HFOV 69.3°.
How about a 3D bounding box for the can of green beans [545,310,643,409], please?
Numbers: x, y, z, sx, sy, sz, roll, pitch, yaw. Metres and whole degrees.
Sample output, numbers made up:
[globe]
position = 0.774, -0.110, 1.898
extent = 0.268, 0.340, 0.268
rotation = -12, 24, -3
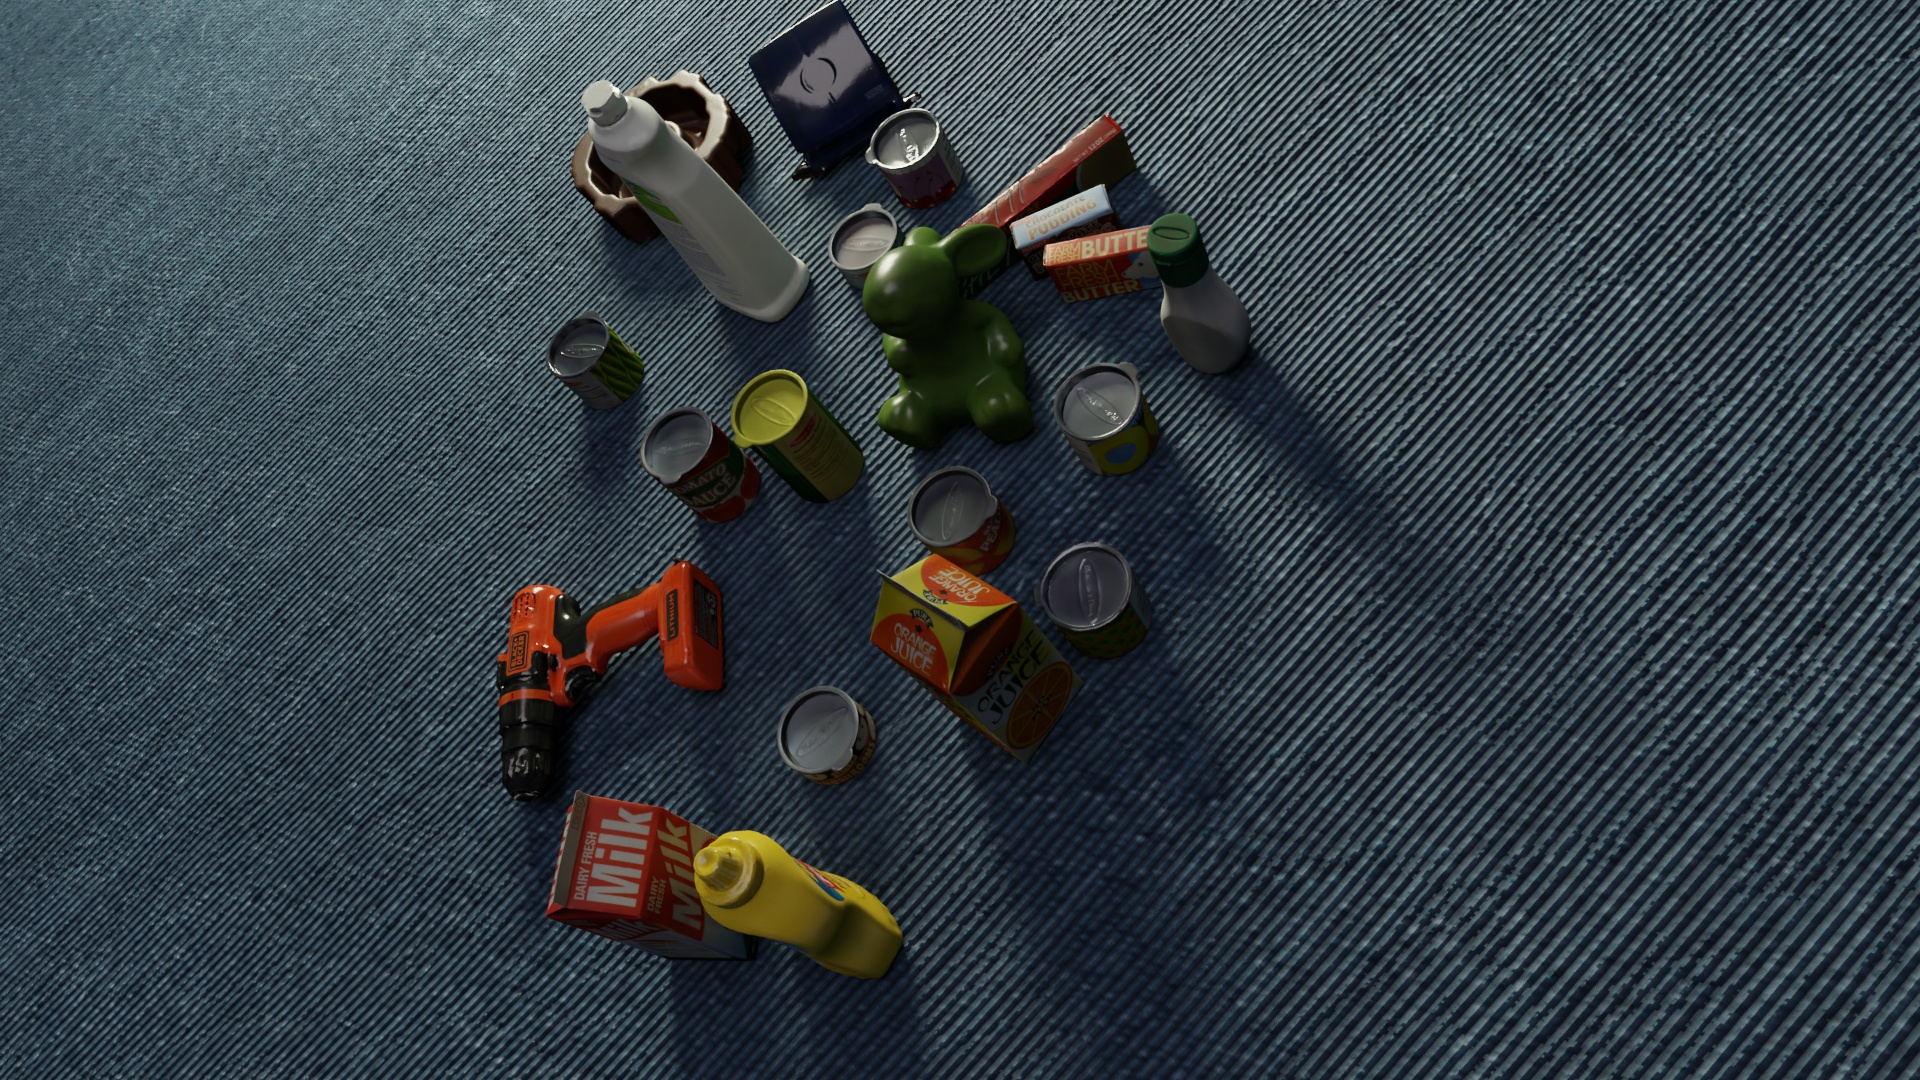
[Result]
[can of green beans]
position = -0.329, -0.160, 1.253
extent = 0.071, 0.057, 0.071
rotation = -10, 61, 18

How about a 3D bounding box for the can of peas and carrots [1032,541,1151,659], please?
[can of peas and carrots]
position = 0.093, 0.043, 0.968
extent = 0.071, 0.058, 0.071
rotation = -10, 61, 18

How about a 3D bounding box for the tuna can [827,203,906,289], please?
[tuna can]
position = -0.079, -0.256, 1.212
extent = 0.071, 0.032, 0.071
rotation = -10, 61, 18

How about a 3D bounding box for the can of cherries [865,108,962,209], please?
[can of cherries]
position = -0.040, -0.334, 1.221
extent = 0.071, 0.058, 0.072
rotation = -10, 61, 18

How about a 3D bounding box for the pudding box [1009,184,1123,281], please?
[pudding box]
position = 0.088, -0.250, 1.128
extent = 0.083, 0.049, 0.030
rotation = -21, 58, 12

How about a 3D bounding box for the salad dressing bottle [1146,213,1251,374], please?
[salad dressing bottle]
position = 0.169, -0.175, 0.996
extent = 0.064, 0.147, 0.044
rotation = 18, 73, 30

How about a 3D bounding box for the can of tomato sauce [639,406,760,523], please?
[can of tomato sauce]
position = -0.211, -0.059, 1.135
extent = 0.071, 0.083, 0.071
rotation = -10, 61, 18

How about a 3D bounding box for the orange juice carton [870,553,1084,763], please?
[orange juice carton]
position = 0.008, 0.073, 0.908
extent = 0.072, 0.192, 0.073
rotation = 31, 80, 32

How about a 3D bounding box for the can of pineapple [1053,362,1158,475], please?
[can of pineapple]
position = 0.111, -0.090, 1.030
extent = 0.071, 0.057, 0.071
rotation = -10, 61, 18

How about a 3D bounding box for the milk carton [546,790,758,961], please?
[milk carton]
position = -0.207, 0.226, 0.921
extent = 0.073, 0.190, 0.072
rotation = -6, 63, 21

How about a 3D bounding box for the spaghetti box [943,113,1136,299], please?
[spaghetti box]
position = 0.036, -0.256, 1.153
extent = 0.250, 0.050, 0.029
rotation = -38, 56, 1

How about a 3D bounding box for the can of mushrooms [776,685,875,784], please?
[can of mushrooms]
position = -0.096, 0.144, 1.011
extent = 0.071, 0.033, 0.071
rotation = -10, 61, 18

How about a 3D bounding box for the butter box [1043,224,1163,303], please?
[butter box]
position = 0.122, -0.218, 1.095
extent = 0.103, 0.053, 0.024
rotation = -7, 62, 20

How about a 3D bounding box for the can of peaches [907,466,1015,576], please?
[can of peaches]
position = 0.004, -0.013, 1.035
extent = 0.071, 0.058, 0.071
rotation = -10, 61, 18

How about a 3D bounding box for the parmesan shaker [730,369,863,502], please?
[parmesan shaker]
position = -0.130, -0.078, 1.099
extent = 0.071, 0.103, 0.071
rotation = -10, 61, 18
